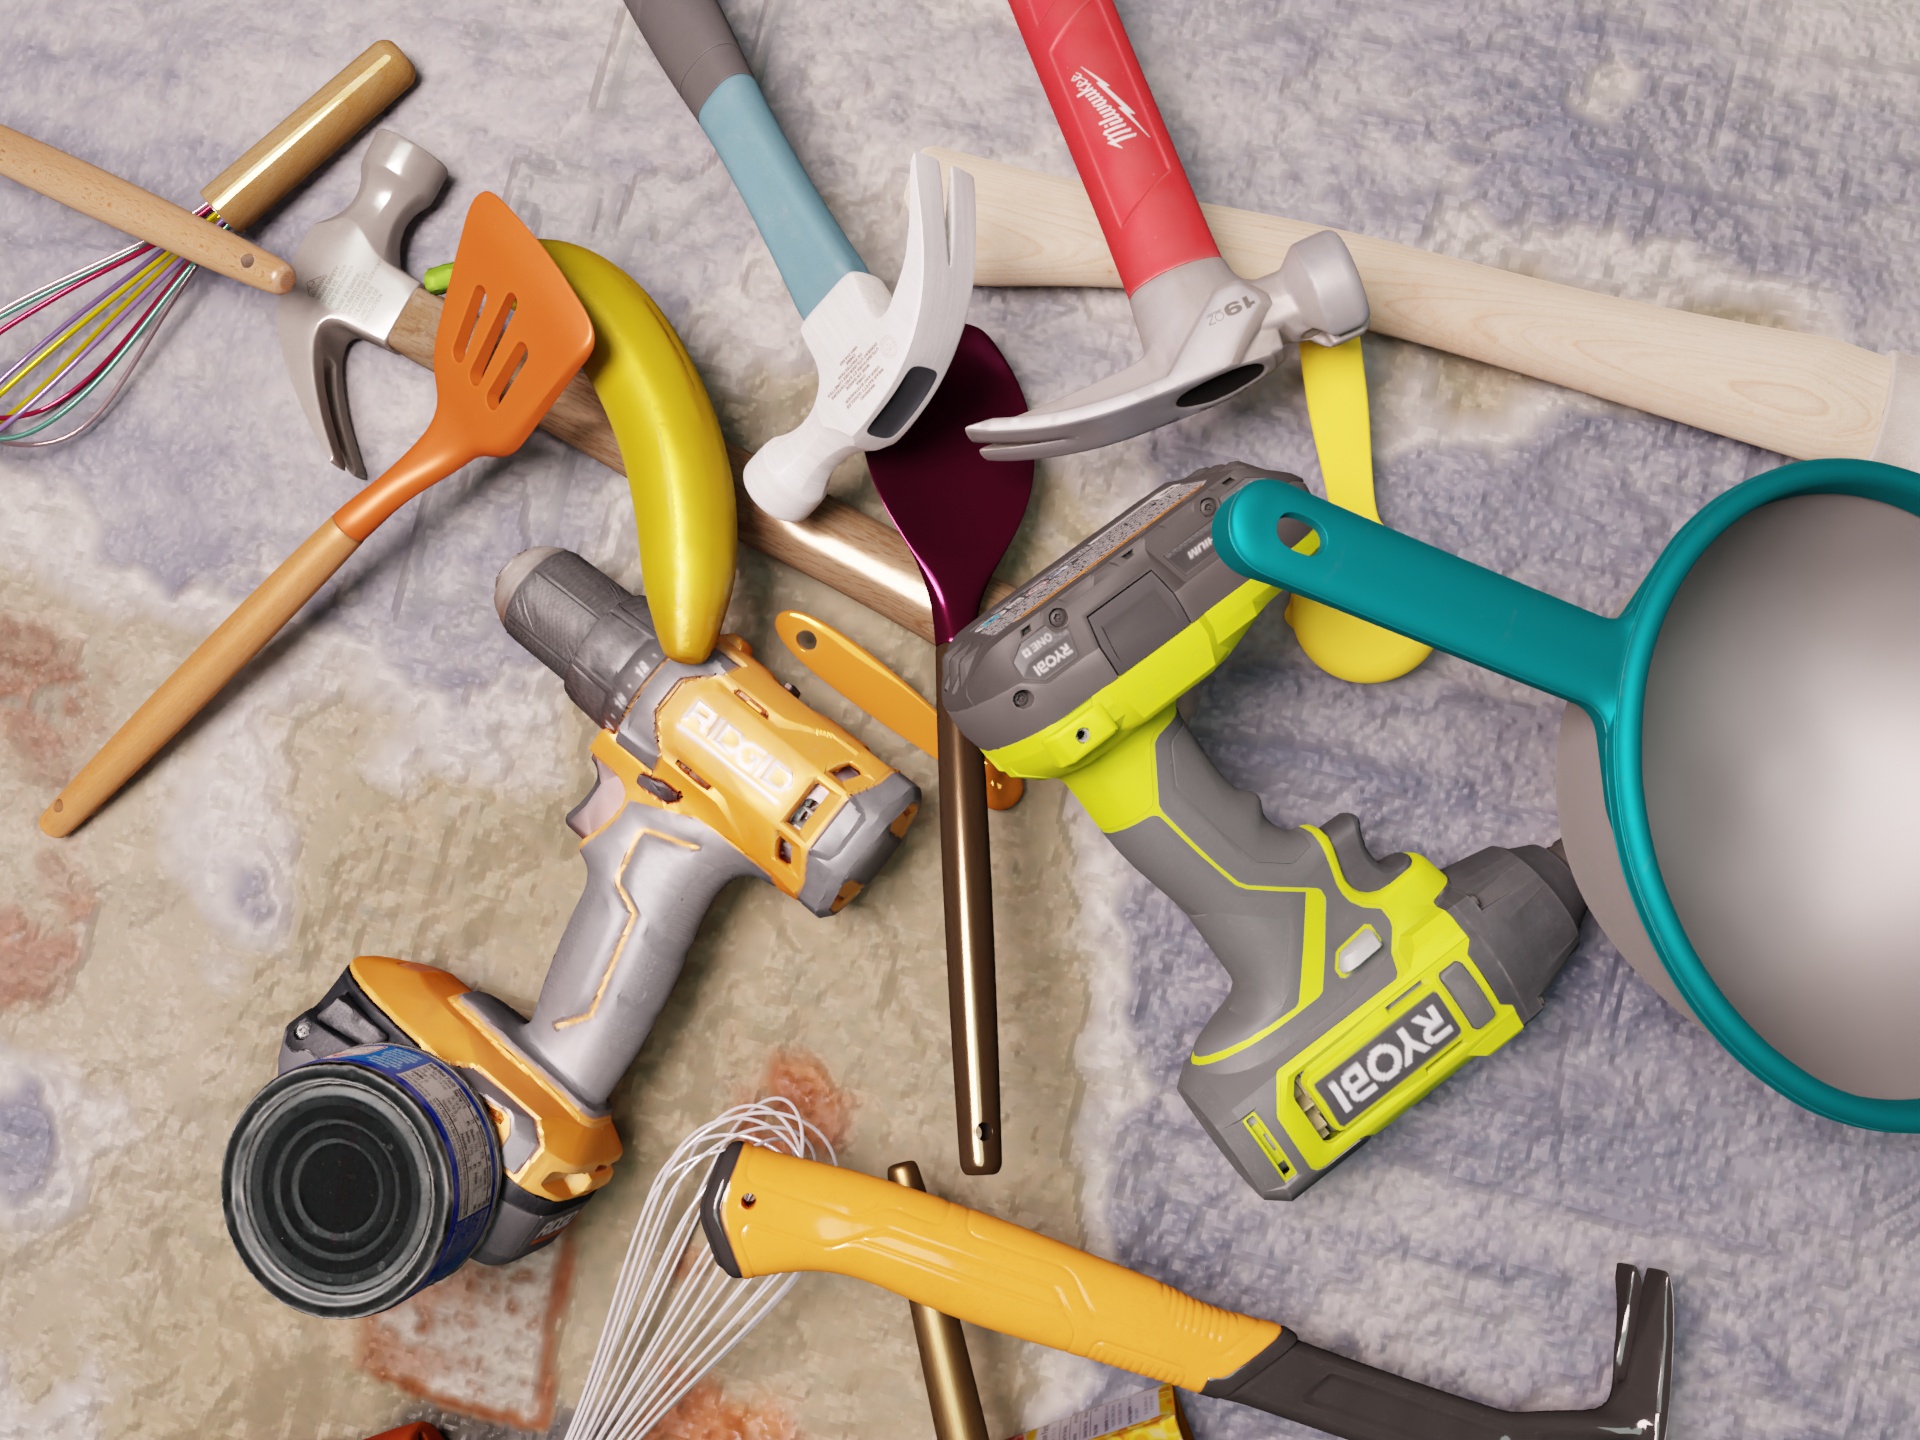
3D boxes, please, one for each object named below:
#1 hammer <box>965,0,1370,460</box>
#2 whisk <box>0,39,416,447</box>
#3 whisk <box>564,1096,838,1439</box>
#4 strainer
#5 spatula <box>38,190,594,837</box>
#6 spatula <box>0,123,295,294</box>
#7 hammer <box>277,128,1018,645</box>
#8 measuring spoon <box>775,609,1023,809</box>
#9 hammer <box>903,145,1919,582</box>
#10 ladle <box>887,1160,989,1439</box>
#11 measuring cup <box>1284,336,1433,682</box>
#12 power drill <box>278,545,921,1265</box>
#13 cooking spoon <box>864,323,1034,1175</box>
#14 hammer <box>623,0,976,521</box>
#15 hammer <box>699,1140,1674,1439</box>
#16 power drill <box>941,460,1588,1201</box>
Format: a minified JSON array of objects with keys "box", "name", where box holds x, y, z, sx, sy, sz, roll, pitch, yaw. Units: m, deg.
[{"box":[0.015,-0.286,0.601,0.143,0.038,0.386,-21,75,10],"name":"hammer"},{"box":[-0.323,-0.196,0.658,0.245,0.047,0.051,-43,81,-3],"name":"whisk"},{"box":[-0.132,0.264,0.588,0.070,0.070,0.284,31,93,8],"name":"whisk"},{"box":[0.219,0.005,0.519,0.340,0.095,0.211,20,76,-13],"name":"strainer"},{"box":[-0.258,-0.060,0.611,0.322,0.041,0.081,-41,73,12],"name":"spatula"},{"box":[-0.393,-0.234,0.649,0.317,0.044,0.082,26,86,13],"name":"spatula"},{"box":[-0.125,-0.107,0.630,0.331,0.031,0.130,29,88,8],"name":"hammer"},{"box":[-0.025,-0.003,0.608,0.117,0.011,0.021,38,115,-3],"name":"measuring spoon"},{"box":[0.181,-0.167,0.600,0.410,0.038,0.146,15,85,8],"name":"hammer"},{"box":[0.014,0.309,0.540,0.069,0.031,0.315,-12,80,-10],"name":"ladle"},{"box":[0.141,-0.088,0.577,0.062,0.029,0.156,-8,103,14],"name":"measuring cup"},{"box":[-0.151,0.059,0.597,0.185,0.084,0.226,38,86,10],"name":"power drill"},{"box":[-0.001,-0.002,0.573,0.068,0.017,0.319,2,73,-17],"name":"cooking spoon"},{"box":[-0.095,-0.245,0.607,0.128,0.033,0.331,-39,69,30],"name":"hammer"},{"box":[0.077,0.202,0.542,0.337,0.034,0.127,19,76,-2],"name":"hammer"},{"box":[0.112,0.030,0.550,0.171,0.080,0.223,-36,100,-6],"name":"power drill"}]
